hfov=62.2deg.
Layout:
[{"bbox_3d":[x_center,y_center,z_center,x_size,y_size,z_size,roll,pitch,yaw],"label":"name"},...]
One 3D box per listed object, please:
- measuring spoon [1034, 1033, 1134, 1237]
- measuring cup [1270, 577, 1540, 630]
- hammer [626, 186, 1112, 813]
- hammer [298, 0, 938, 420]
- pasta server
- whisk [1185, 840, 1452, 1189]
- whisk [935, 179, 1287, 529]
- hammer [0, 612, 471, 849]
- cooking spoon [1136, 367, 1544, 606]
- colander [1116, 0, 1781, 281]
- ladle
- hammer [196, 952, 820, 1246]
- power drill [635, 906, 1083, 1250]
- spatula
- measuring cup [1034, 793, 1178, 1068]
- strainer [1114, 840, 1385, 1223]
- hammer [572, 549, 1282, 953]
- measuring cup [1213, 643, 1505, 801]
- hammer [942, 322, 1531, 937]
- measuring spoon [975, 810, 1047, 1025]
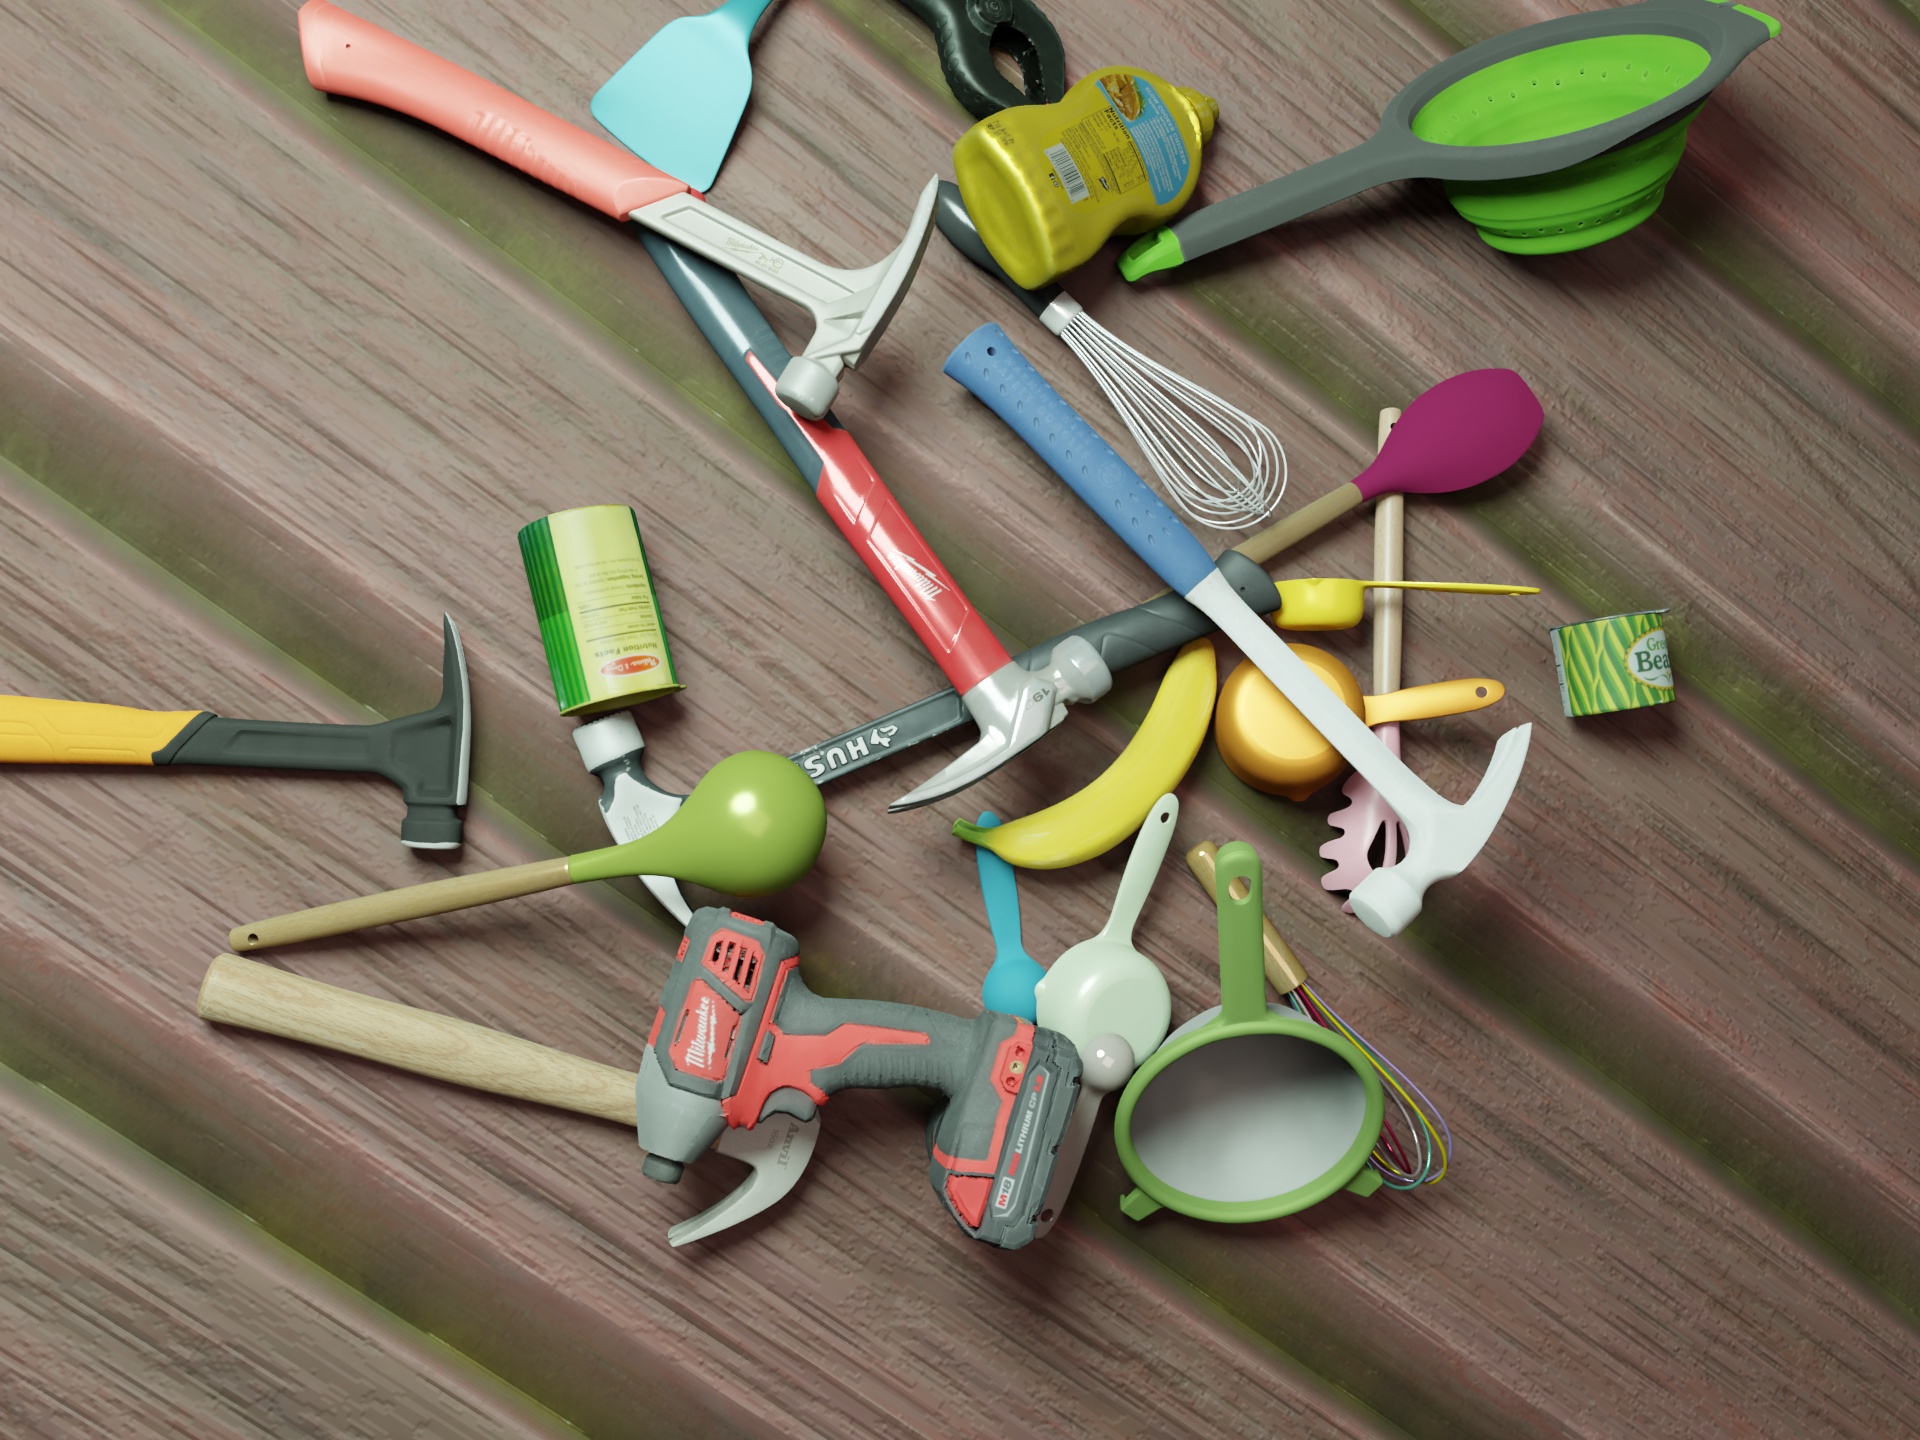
[{"bbox_3d":[0.068,0.234,0.887,0.034,0.018,0.124,20,93,-29],"label":"measuring spoon"},{"bbox_3d":[0.263,-0.068,0.947,0.156,0.062,0.029,2,89,15],"label":"measuring cup"},{"bbox_3d":[-0.084,-0.135,0.883,0.143,0.038,0.386,-35,84,-11],"label":"hammer"},{"bbox_3d":[-0.195,-0.307,0.870,0.359,0.036,0.149,28,81,3],"label":"hammer"},{"bbox_3d":[0.261,-0.039,0.985,0.060,0.040,0.316,5,80,-11],"label":"pasta server"},{"bbox_3d":[0.208,0.178,0.949,0.051,0.047,0.245,-35,88,-12],"label":"whisk"},{"bbox_3d":[0.084,-0.220,0.950,0.284,0.070,0.070,44,78,0],"label":"whisk"},{"bbox_3d":[-0.431,0.000,0.831,0.336,0.034,0.127,2,86,-12],"label":"hammer"},{"bbox_3d":[0.221,-0.127,0.973,0.319,0.017,0.069,-30,81,-7],"label":"cooking spoon"},{"bbox_3d":[0.293,-0.321,0.979,0.397,0.205,0.094,-21,125,3],"label":"colander"},{"bbox_3d":[-0.228,0.081,0.844,0.320,0.062,0.078,-12,101,3],"label":"ladle"},{"bbox_3d":[-0.239,0.190,0.857,0.331,0.031,0.130,18,82,-10],"label":"hammer"},{"bbox_3d":[-0.059,0.197,0.840,0.219,0.078,0.143,19,80,-6],"label":"power drill"},{"bbox_3d":[-0.095,-0.458,0.947,0.082,0.044,0.317,36,75,-7],"label":"spatula"},{"bbox_3d":[0.100,0.124,0.908,0.083,0.038,0.167,18,94,-28],"label":"measuring cup"},{"bbox_3d":[0.154,0.165,0.886,0.151,0.069,0.256,-7,118,2],"label":"strainer"},{"bbox_3d":[-0.001,-0.003,0.909,0.409,0.036,0.149,-22,92,-9],"label":"hammer"},{"bbox_3d":[0.236,-0.009,0.936,0.173,0.052,0.095,-9,79,7],"label":"measuring cup"},{"bbox_3d":[0.148,-0.074,0.900,0.144,0.035,0.405,-42,85,-14],"label":"hammer"},{"bbox_3d":[0.028,0.116,0.923,0.042,0.021,0.128,-9,87,-12],"label":"measuring spoon"}]
